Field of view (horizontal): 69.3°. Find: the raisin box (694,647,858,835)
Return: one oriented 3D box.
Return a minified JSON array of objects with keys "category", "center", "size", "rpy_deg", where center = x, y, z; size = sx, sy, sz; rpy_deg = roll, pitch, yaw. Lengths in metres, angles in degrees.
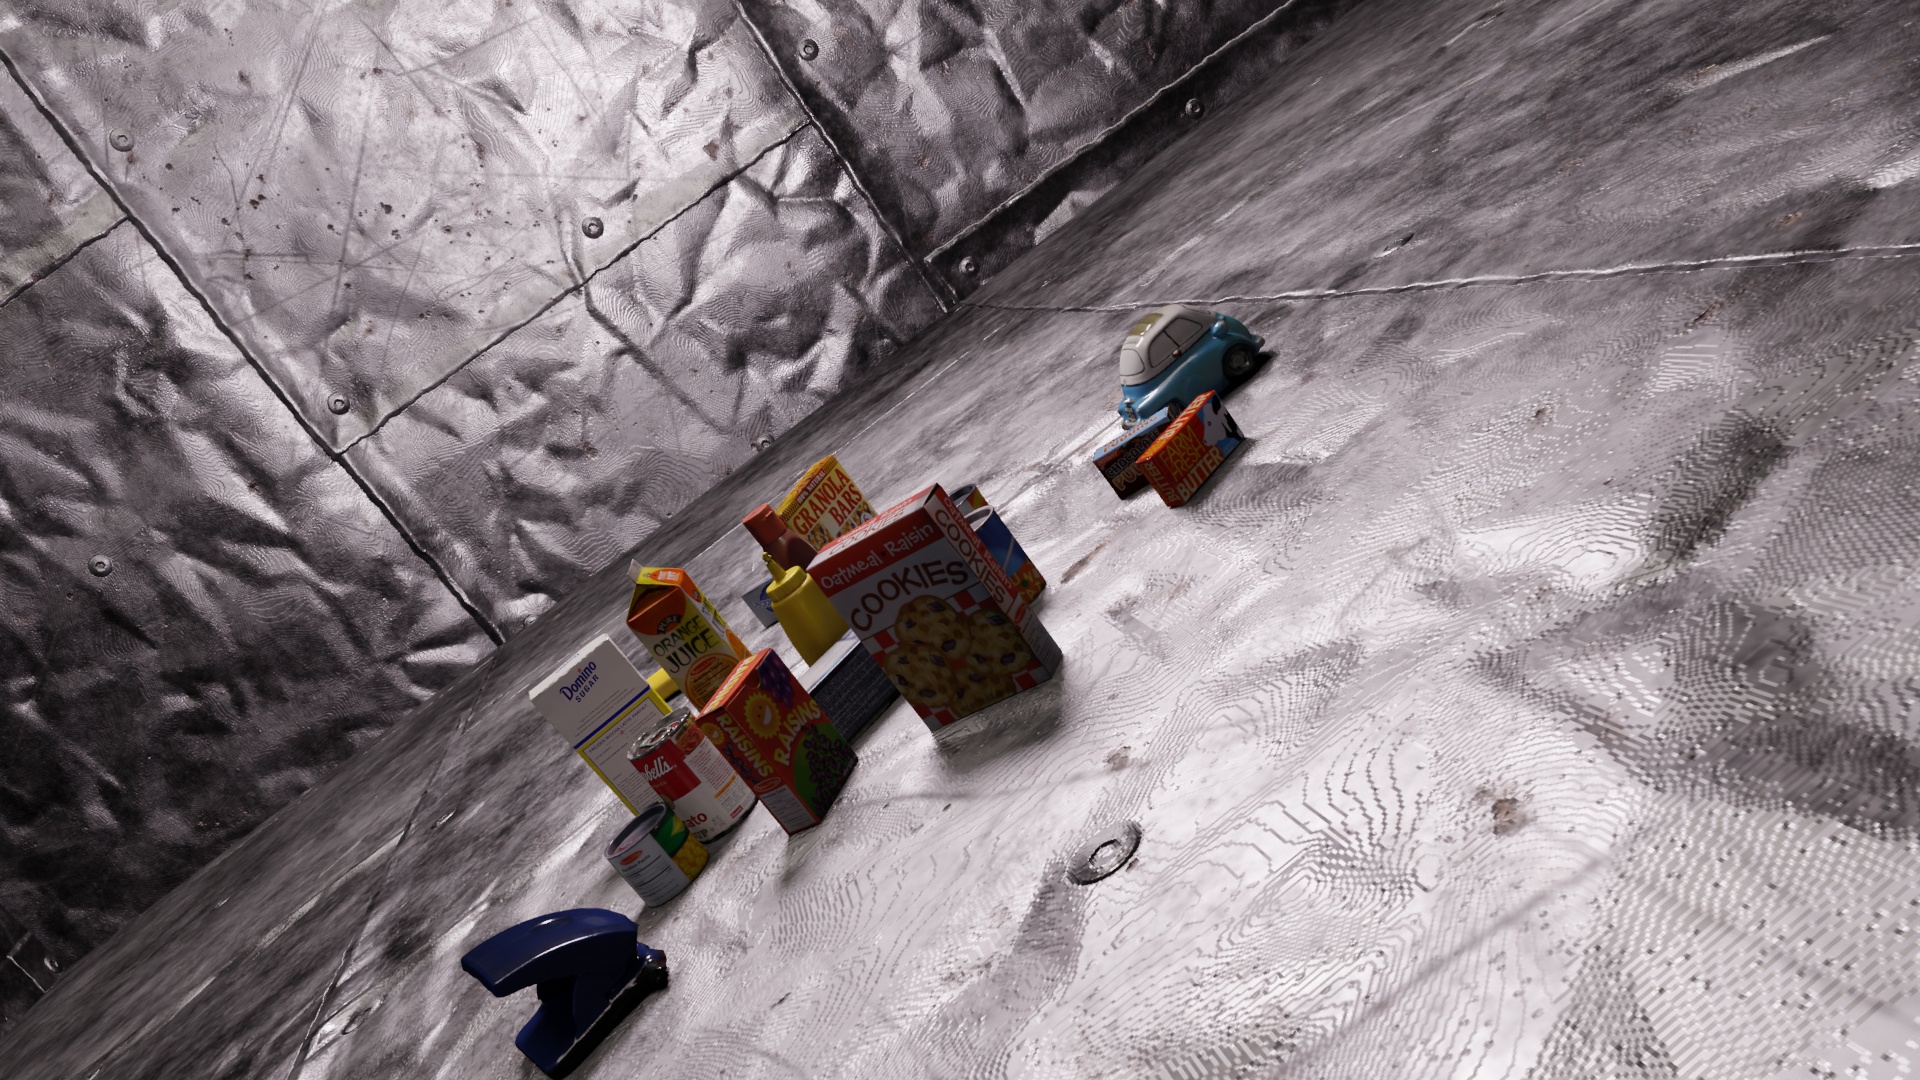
[{"category":"raisin box","center":[-0.145,0.159,1.108],"size":[0.040,0.123,0.086],"rpy_deg":[-28,16,32]}]

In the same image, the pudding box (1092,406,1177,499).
[{"category":"pudding box","center":[0.170,-0.081,1.289],"size":[0.083,0.049,0.030],"rpy_deg":[-31,15,21]}]

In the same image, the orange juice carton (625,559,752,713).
[{"category":"orange juice carton","center":[-0.299,0.102,1.510],"size":[0.073,0.192,0.072],"rpy_deg":[-36,14,2]}]

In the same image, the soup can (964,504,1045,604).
[{"category":"soup can","center":[0.024,0.023,1.228],"size":[0.071,0.083,0.071],"rpy_deg":[-34,14,10]}]

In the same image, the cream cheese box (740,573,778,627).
[{"category":"cream cheese box","center":[-0.217,0.062,1.730],"size":[0.103,0.053,0.024],"rpy_deg":[-30,15,23]}]

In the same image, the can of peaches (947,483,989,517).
[{"category":"can of peaches","center":[0.005,-0.018,1.458],"size":[0.071,0.058,0.071],"rpy_deg":[-34,14,10]}]

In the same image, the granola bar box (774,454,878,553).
[{"category":"granola bar box","center":[-0.165,-0.016,1.714],"size":[0.039,0.124,0.166],"rpy_deg":[-28,16,30]}]

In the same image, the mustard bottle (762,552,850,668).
[{"category":"mustard bottle","center":[-0.134,0.073,1.285],"size":[0.048,0.160,0.066],"rpy_deg":[-26,17,37]}]

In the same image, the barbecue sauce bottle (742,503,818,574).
[{"category":"barbecue sauce bottle","center":[-0.191,0.026,1.592],"size":[0.043,0.148,0.065],"rpy_deg":[-23,19,43]}]

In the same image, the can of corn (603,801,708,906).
[{"category":"can of corn","center":[-0.254,0.262,1.167],"size":[0.071,0.058,0.071],"rpy_deg":[-34,14,10]}]

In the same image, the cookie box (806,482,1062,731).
[{"category":"cookie box","center":[-0.020,0.053,1.064],"size":[0.122,0.167,0.040],"rpy_deg":[-28,16,31]}]

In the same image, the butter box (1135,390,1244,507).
[{"category":"butter box","center":[0.201,-0.080,1.207],"size":[0.104,0.053,0.024],"rpy_deg":[-44,16,-29]}]

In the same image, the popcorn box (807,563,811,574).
[{"category":"popcorn box","center":[-0.119,0.062,1.435],"size":[0.038,0.085,0.127],"rpy_deg":[-35,14,4]}]
